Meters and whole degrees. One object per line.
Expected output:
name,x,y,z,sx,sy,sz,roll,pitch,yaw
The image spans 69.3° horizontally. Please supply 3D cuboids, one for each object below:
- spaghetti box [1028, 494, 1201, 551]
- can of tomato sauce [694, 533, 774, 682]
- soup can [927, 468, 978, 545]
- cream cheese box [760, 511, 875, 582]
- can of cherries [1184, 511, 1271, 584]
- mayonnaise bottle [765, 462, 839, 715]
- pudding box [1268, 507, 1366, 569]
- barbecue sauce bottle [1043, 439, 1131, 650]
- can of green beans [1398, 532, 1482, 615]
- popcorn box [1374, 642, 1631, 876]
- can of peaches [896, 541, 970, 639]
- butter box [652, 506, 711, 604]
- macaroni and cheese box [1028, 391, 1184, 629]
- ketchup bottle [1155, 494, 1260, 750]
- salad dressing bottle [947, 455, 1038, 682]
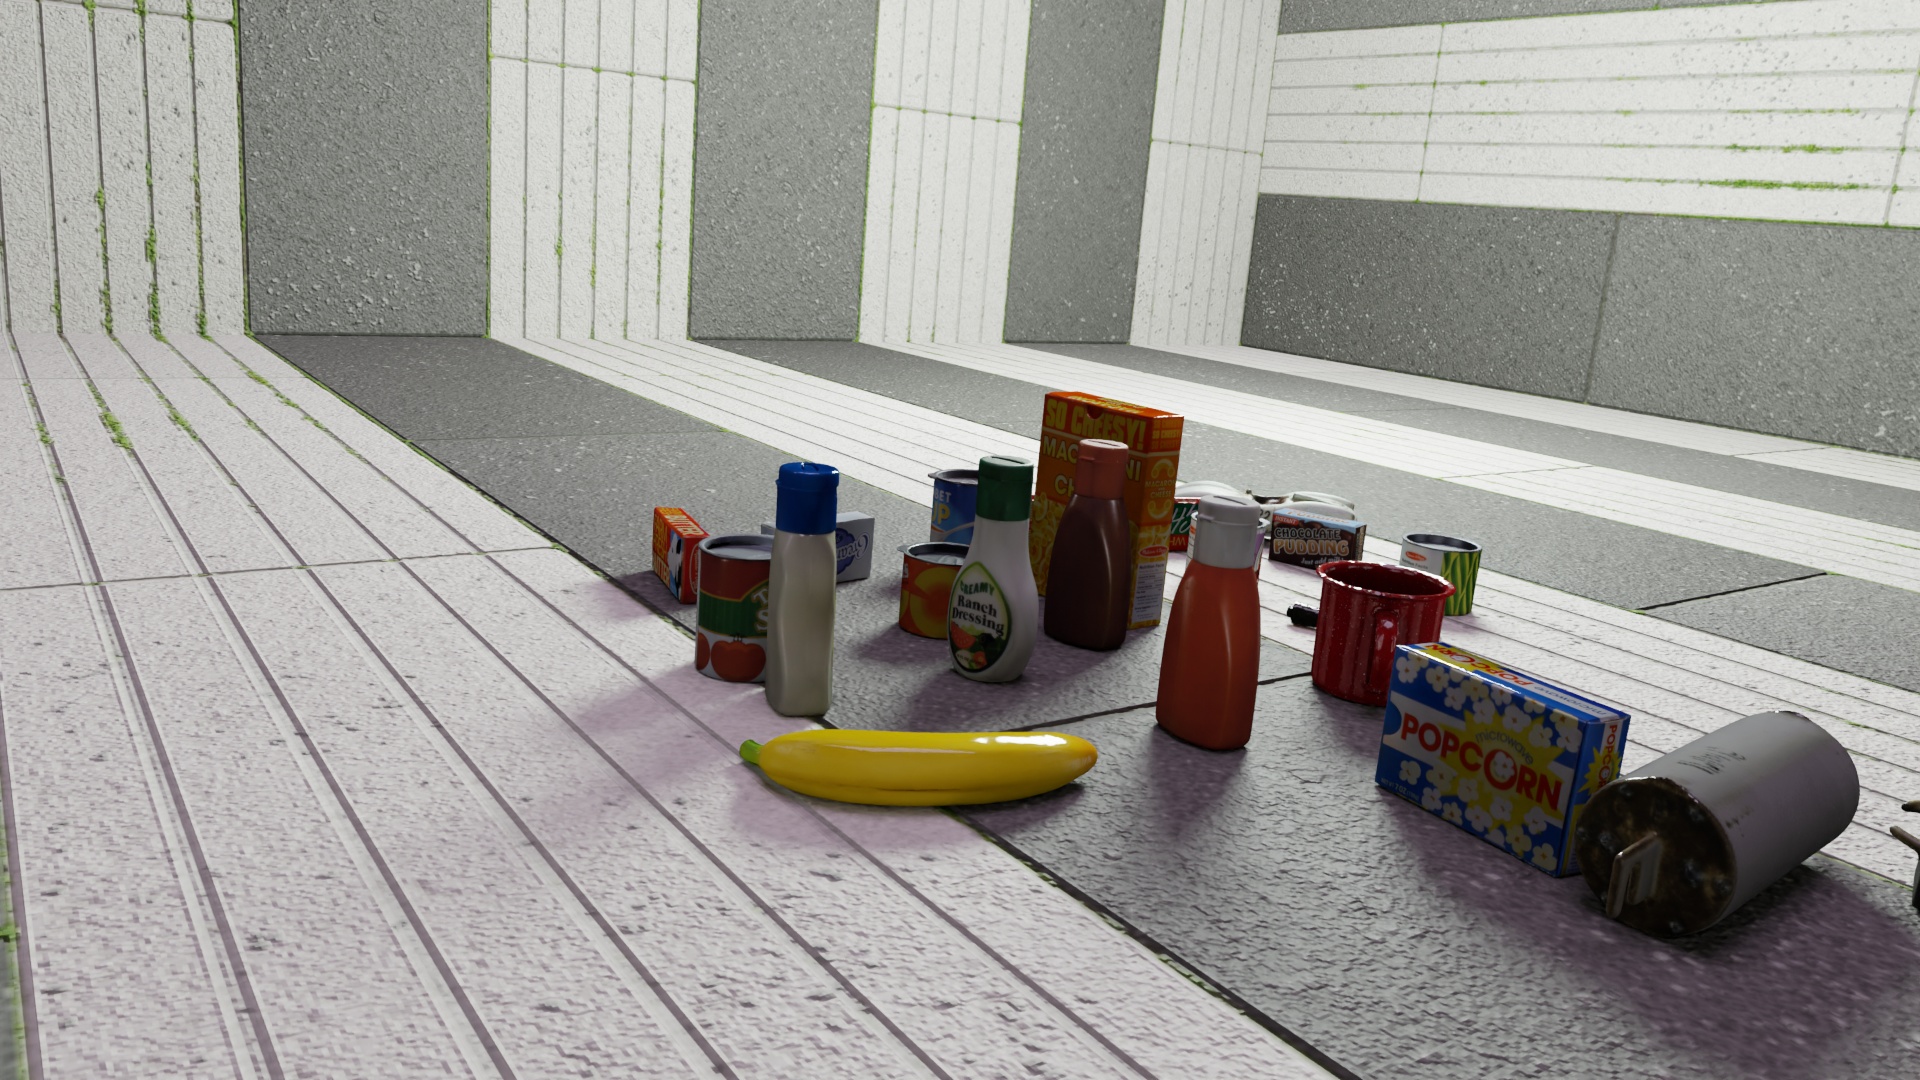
spaghetti box,0.154,-0.016,1.317,0.250,0.050,0.029,0,14,-17
can of tomato sauce,-0.137,0.044,0.903,0.071,0.083,0.071,4,13,-1
soup can,0.004,-0.015,1.192,0.071,0.083,0.071,4,13,-1
cream cheese box,-0.115,0.009,1.117,0.024,0.053,0.104,16,18,42
can of cherries,0.236,0.009,1.223,0.071,0.058,0.071,4,13,-1
mayonnaise bottle,-0.095,0.028,0.842,0.041,0.147,0.065,1,13,-15
pudding box,0.336,0.001,1.311,0.084,0.049,0.030,14,16,34
barbecue sauce bottle,0.097,0.002,1.015,0.065,0.148,0.044,16,17,40
can of green beans,0.413,0.029,1.203,0.071,0.057,0.071,4,13,-1
popcorn box,0.288,0.114,0.749,0.038,0.085,0.127,-3,15,-30
can of peaches,-0.014,0.036,1.028,0.071,0.058,0.071,4,13,-1
butter box,-0.218,0.010,1.080,0.024,0.053,0.103,-1,15,-24
macaroni and cheese box,0.112,-0.027,1.101,0.040,0.166,0.124,-6,17,-38
ketchup bottle,0.154,0.048,0.841,0.043,0.148,0.065,-4,16,-34
salad dressing bottle,0.024,0.018,0.924,0.064,0.147,0.044,15,17,39
